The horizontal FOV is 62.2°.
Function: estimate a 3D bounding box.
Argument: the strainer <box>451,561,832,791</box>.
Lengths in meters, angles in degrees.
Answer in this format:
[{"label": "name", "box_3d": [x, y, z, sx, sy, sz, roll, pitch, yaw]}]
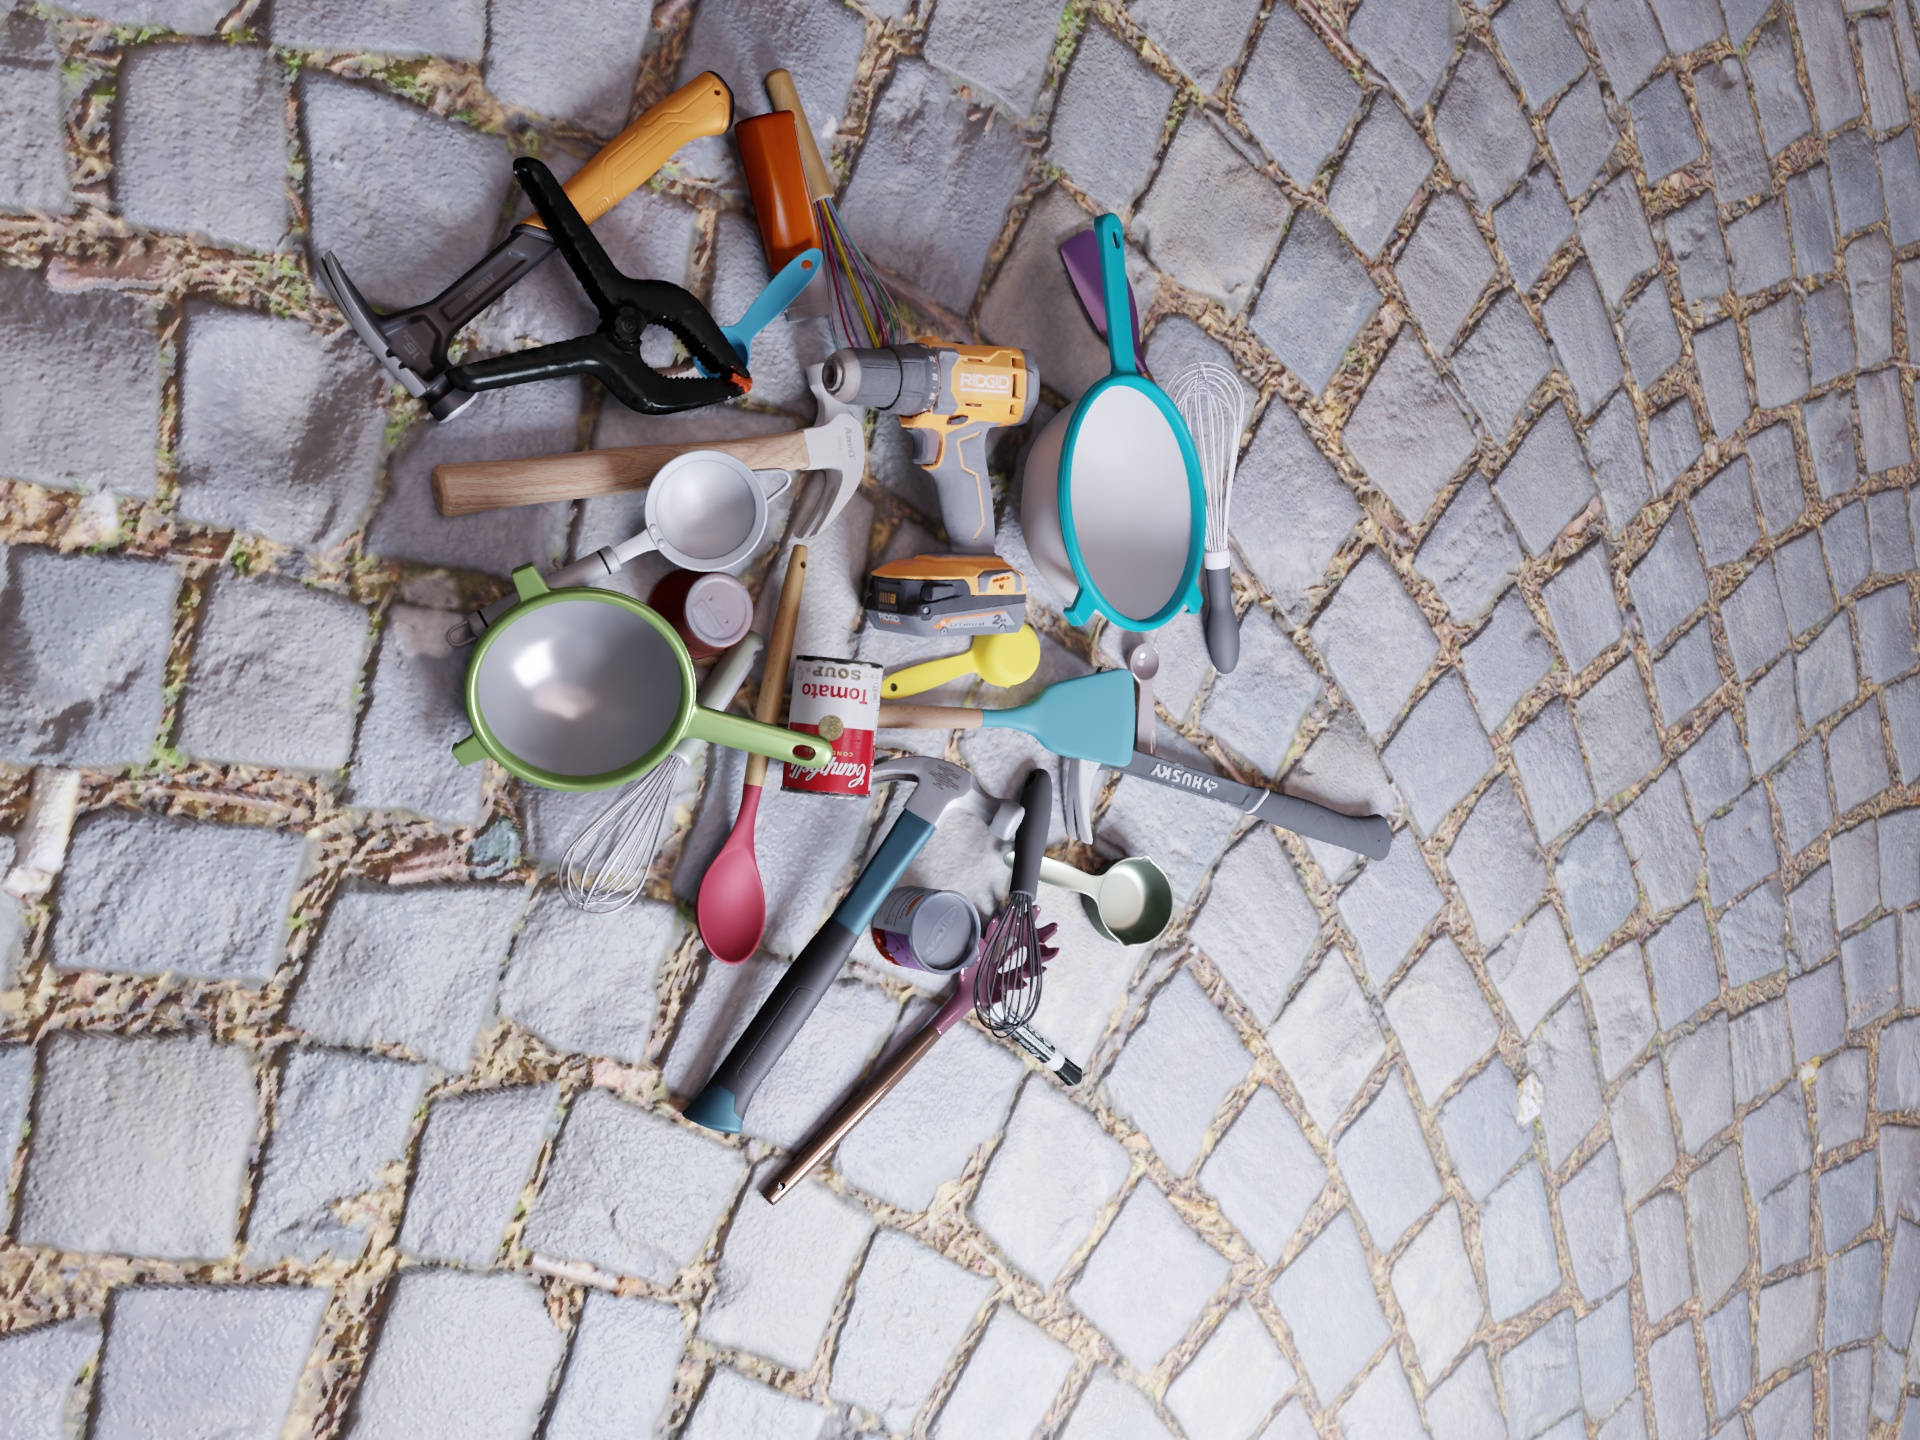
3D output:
[{"label": "strainer", "box_3d": [-0.212, -0.018, 1.103, 0.256, 0.069, 0.151, 16, 112, -23]}]

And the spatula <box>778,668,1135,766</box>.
[{"label": "spatula", "box_3d": [-0.002, -0.004, 1.275, 0.317, 0.044, 0.082, 1, 91, -30]}]

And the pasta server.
[{"label": "pasta server", "box_3d": [-0.038, 0.263, 1.259, 0.060, 0.040, 0.316, 45, 64, 7]}]

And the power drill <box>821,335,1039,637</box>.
[{"label": "power drill", "box_3d": [-0.026, -0.180, 1.225, 0.185, 0.084, 0.226, -5, 101, -39]}]

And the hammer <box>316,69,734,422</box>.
[{"label": "hammer", "box_3d": [-0.282, -0.358, 1.107, 0.337, 0.034, 0.127, -49, 116, -25]}]

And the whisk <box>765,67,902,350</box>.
[{"label": "whisk", "box_3d": [-0.101, -0.380, 1.230, 0.047, 0.051, 0.245, -34, 105, -61]}]

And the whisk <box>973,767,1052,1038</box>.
[{"label": "whisk", "box_3d": [0.049, 0.143, 1.286, 0.055, 0.055, 0.239, 31, 53, -30]}]

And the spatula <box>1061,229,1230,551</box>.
[{"label": "spatula", "box_3d": [0.174, -0.289, 1.422, 0.060, 0.018, 0.315, -37, 108, -29]}]

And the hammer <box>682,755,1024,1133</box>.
[{"label": "hammer", "box_3d": [-0.094, 0.167, 1.195, 0.128, 0.033, 0.331, 32, 76, 15]}]

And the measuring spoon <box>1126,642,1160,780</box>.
[{"label": "measuring spoon", "box_3d": [0.160, -0.008, 1.414, 0.034, 0.018, 0.124, -7, 100, -33]}]

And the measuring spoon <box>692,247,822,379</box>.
[{"label": "measuring spoon", "box_3d": [-0.148, -0.302, 1.182, 0.042, 0.021, 0.128, 43, 87, -12]}]

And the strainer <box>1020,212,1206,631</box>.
[{"label": "strainer", "box_3d": [0.107, -0.241, 1.324, 0.211, 0.095, 0.340, -9, 95, -50]}]

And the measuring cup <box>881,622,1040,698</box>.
[{"label": "measuring cup", "box_3d": [0.002, -0.044, 1.294, 0.156, 0.029, 0.062, -19, 100, -34]}]

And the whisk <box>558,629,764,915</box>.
[{"label": "whisk", "box_3d": [-0.208, 0.033, 1.143, 0.059, 0.057, 0.246, 27, 66, 5]}]

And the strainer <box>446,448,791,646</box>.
[{"label": "strainer", "box_3d": [-0.238, -0.117, 1.103, 0.258, 0.050, 0.086, -29, 115, -13]}]

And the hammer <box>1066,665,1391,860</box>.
[{"label": "hammer", "box_3d": [0.257, 0.074, 1.457, 0.408, 0.036, 0.149, 18, 88, -34]}]

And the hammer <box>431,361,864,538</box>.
[{"label": "hammer", "box_3d": [-0.214, -0.182, 1.151, 0.331, 0.031, 0.130, -14, 96, -33]}]

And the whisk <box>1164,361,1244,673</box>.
[{"label": "whisk", "box_3d": [0.227, -0.177, 1.420, 0.070, 0.070, 0.284, -21, 112, -33]}]

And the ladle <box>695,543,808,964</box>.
[{"label": "ladle", "box_3d": [-0.149, 0.022, 1.182, 0.069, 0.031, 0.315, 17, 82, -51]}]

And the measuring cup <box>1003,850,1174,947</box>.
[{"label": "measuring cup", "box_3d": [0.104, 0.142, 1.362, 0.167, 0.038, 0.083, 20, 77, -20]}]
